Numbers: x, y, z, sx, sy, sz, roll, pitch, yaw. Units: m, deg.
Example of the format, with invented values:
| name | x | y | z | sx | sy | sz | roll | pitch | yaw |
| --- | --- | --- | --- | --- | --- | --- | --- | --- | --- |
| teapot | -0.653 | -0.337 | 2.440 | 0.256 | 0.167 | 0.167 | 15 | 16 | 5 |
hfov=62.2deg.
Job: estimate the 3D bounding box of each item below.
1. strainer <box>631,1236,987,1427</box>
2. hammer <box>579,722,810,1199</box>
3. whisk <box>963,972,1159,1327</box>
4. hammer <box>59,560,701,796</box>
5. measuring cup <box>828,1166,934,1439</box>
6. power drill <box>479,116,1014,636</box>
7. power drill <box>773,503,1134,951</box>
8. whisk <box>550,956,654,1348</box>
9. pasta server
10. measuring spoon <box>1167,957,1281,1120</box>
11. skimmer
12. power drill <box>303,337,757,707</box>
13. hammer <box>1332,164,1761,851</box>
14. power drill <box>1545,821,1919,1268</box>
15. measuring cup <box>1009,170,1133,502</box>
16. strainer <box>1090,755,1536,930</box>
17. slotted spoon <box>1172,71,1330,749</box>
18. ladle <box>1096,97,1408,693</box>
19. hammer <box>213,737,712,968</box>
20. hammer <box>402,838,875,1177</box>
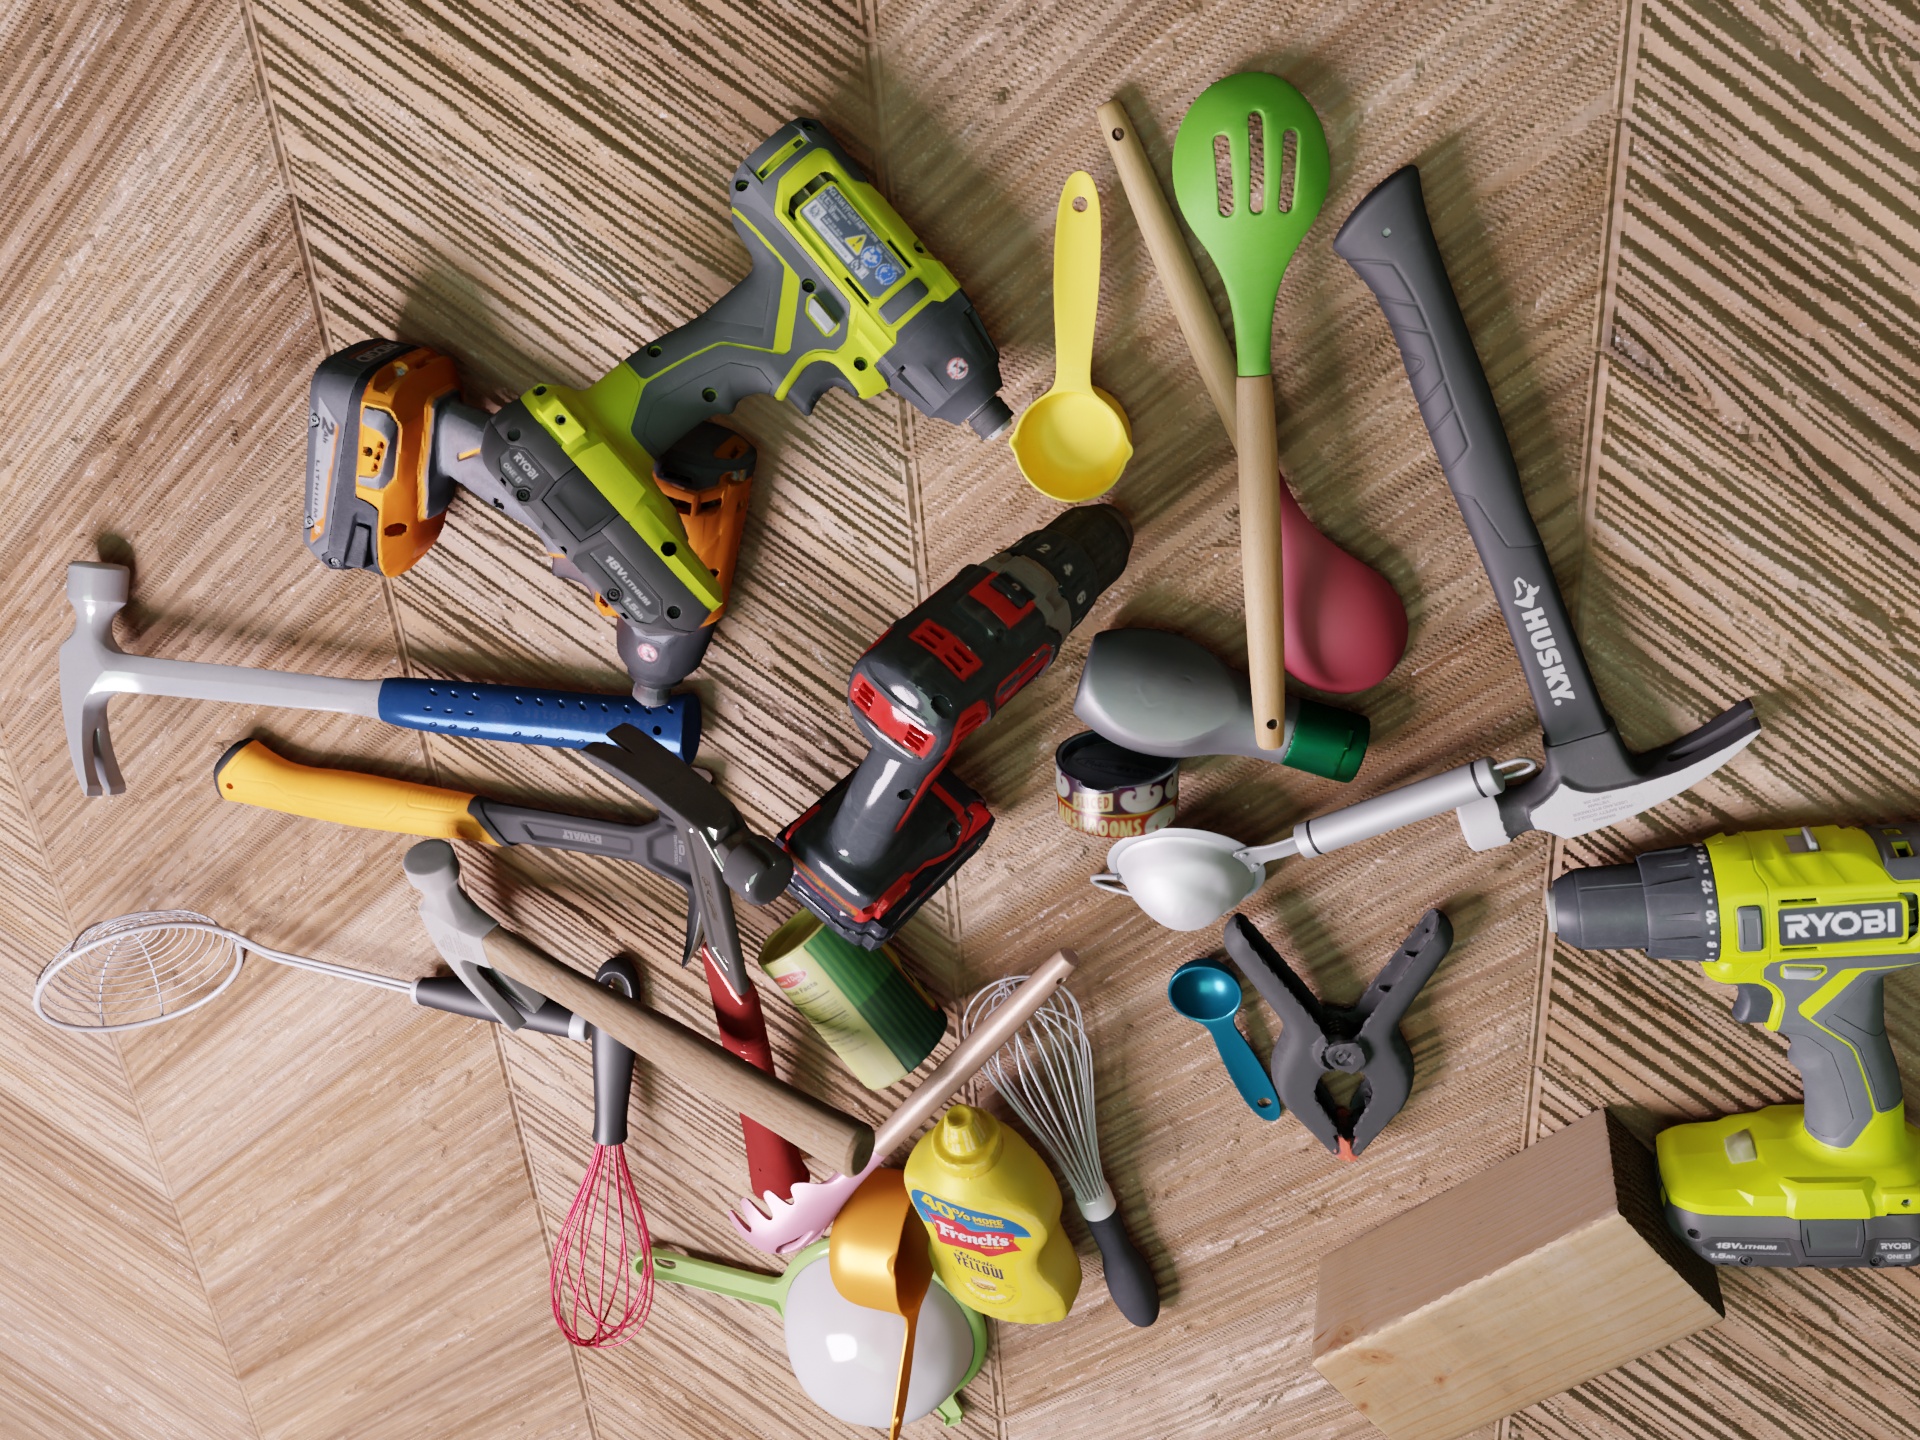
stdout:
| name | x | y | z | sx | sy | sz | roll | pitch | yaw |
| --- | --- | --- | --- | --- | --- | --- | --- | --- | --- |
| strainer | -0.112 | 0.417 | 1.087 | 0.256 | 0.069 | 0.151 | 12 | 118 | 9 |
| hammer | -0.138 | 0.167 | 0.942 | 0.149 | 0.037 | 0.358 | 33 | 143 | 34 |
| whisk | 0.071 | 0.270 | 0.973 | 0.070 | 0.070 | 0.284 | -12 | 116 | 21 |
| hammer | -0.354 | -0.008 | 0.951 | 0.405 | 0.035 | 0.144 | 6 | 93 | 10 |
| measuring cup | -0.054 | 0.372 | 1.017 | 0.052 | 0.095 | 0.173 | 7 | 91 | 18 |
| power drill | -0.097 | -0.149 | 0.758 | 0.223 | 0.080 | 0.171 | -41 | 98 | -1 |
| power drill | -0.001 | -0.003 | 0.806 | 0.080 | 0.188 | 0.226 | 39 | 140 | 11 |
| whisk | -0.235 | 0.294 | 1.058 | 0.073 | 0.073 | 0.295 | 10 | 106 | 11 |
| pasta server | -0.035 | 0.227 | 0.931 | 0.316 | 0.060 | 0.040 | -49 | 53 | 28 |
| measuring spoon | 0.160 | 0.184 | 0.929 | 0.042 | 0.021 | 0.128 | -18 | 118 | 22 |
| skimmer | -0.427 | 0.194 | 1.058 | 0.363 | 0.090 | 0.127 | 10 | 150 | 8 |
| power drill | -0.232 | -0.103 | 0.862 | 0.226 | 0.084 | 0.164 | 17 | 119 | 3 |
| hammer | 0.259 | -0.097 | 0.748 | 0.146 | 0.035 | 0.334 | -19 | 109 | 24 |
| power drill | 0.406 | 0.161 | 0.809 | 0.190 | 0.080 | 0.228 | -6 | 111 | 18 |
| measuring cup | 0.057 | -0.184 | 0.768 | 0.062 | 0.029 | 0.156 | 6 | 114 | 13 |
| strainer | 0.174 | 0.065 | 0.827 | 0.258 | 0.050 | 0.086 | -24 | 134 | 32 |
| slotted spoon | 0.140 | -0.135 | 0.741 | 0.070 | 0.031 | 0.313 | -5 | 108 | 2 |
| ladle | 0.136 | -0.146 | 0.765 | 0.069 | 0.031 | 0.315 | -22 | 106 | 20 |
| hammer | -0.312 | 0.066 | 0.993 | 0.337 | 0.034 | 0.127 | 9 | 116 | 12 |
| hammer | -0.191 | 0.180 | 0.932 | 0.331 | 0.031 | 0.129 | 23 | 139 | 25 |
